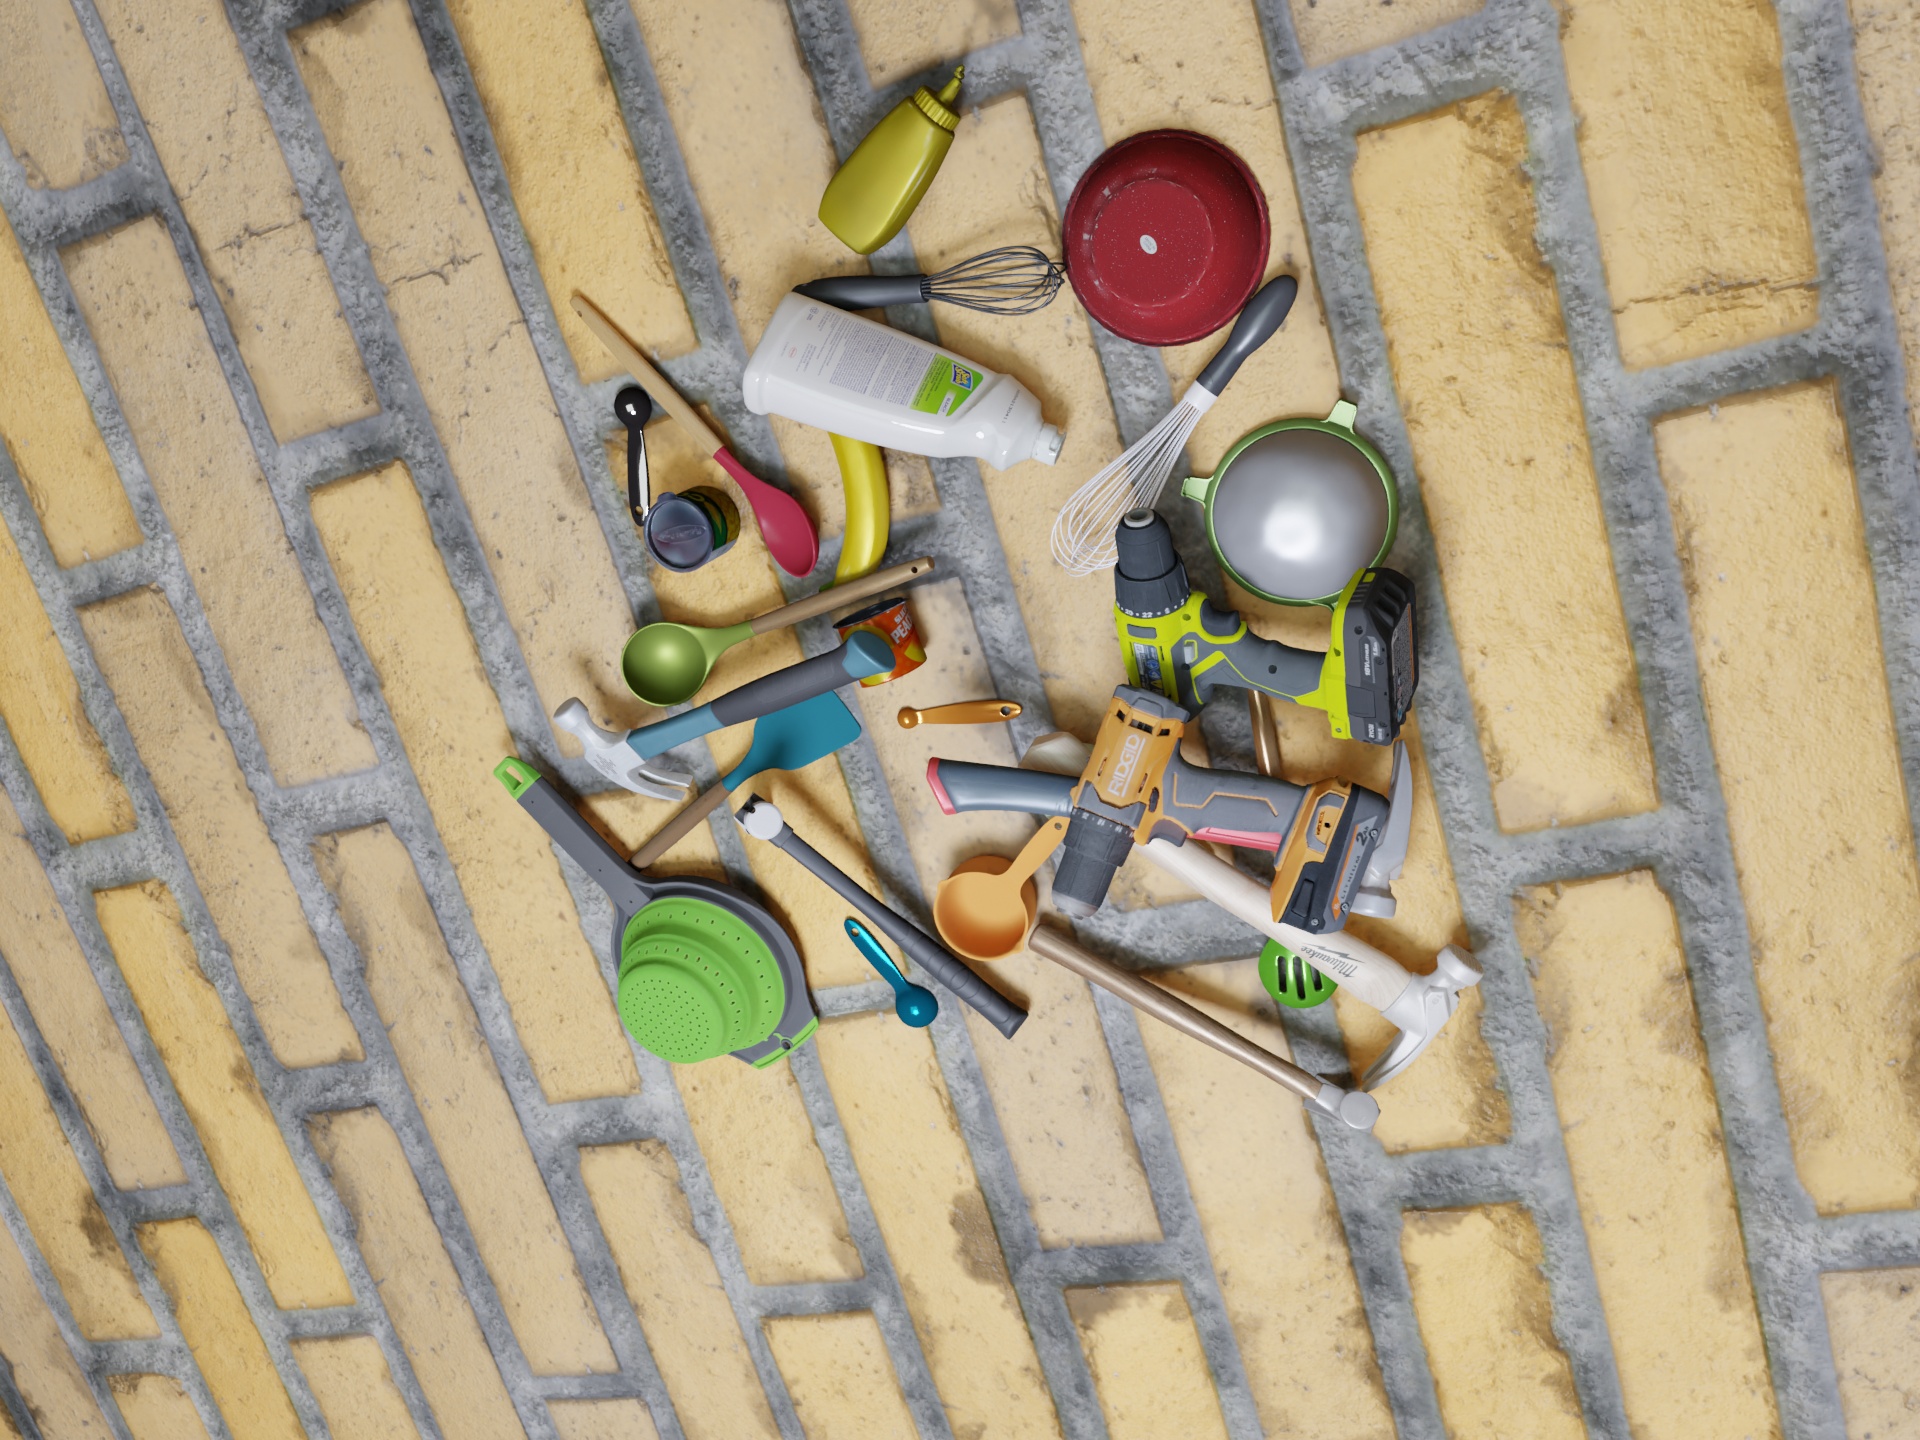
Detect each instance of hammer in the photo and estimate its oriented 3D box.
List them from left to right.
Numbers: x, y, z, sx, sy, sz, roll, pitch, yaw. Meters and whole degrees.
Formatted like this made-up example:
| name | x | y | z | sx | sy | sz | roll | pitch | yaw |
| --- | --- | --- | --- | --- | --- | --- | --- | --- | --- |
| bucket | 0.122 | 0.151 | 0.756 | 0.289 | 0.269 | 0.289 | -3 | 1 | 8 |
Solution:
| name | x | y | z | sx | sy | sz | roll | pitch | yaw |
| --- | --- | --- | --- | --- | --- | --- | --- | --- | --- |
| hammer | -0.199 | -0.011 | 1.385 | 0.331 | 0.033 | 0.128 | -19 | 124 | 30 |
| hammer | -0.069 | 0.179 | 1.440 | 0.334 | 0.146 | 0.035 | 40 | 82 | -11 |
| hammer | 0.166 | 0.058 | 1.282 | 0.386 | 0.038 | 0.143 | 9 | 86 | 3 |
| hammer | 0.207 | 0.265 | 1.382 | 0.331 | 0.130 | 0.031 | 27 | 82 | 18 |
| hammer | 0.221 | 0.147 | 1.328 | 0.410 | 0.038 | 0.146 | 34 | 110 | 2 |

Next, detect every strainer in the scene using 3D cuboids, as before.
| name | x | y | z | sx | sy | sz | roll | pitch | yaw |
| --- | --- | --- | --- | --- | --- | --- | --- | --- | --- |
| strainer | 0.284 | -0.108 | 1.233 | 0.151 | 0.069 | 0.256 | -25 | 98 | 24 |

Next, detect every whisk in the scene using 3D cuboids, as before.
| name | x | y | z | sx | sy | sz | roll | pitch | yaw |
| --- | --- | --- | --- | --- | --- | --- | --- | --- | --- |
| whisk | -0.029 | -0.346 | 1.267 | 0.239 | 0.055 | 0.055 | 2 | 109 | 22 |
| whisk | 0.167 | -0.226 | 1.238 | 0.070 | 0.070 | 0.284 | 39 | 111 | 2 |

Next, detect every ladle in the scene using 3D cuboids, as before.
| name | x | y | z | sx | sy | sz | roll | pitch | yaw |
| --- | --- | --- | --- | --- | --- | --- | --- | --- | --- |
| ladle | -0.227 | -0.249 | 1.370 | 0.315 | 0.031 | 0.069 | 47 | 139 | 1 |
| ladle | -0.162 | -0.084 | 1.376 | 0.320 | 0.062 | 0.078 | -17 | 108 | 29 |

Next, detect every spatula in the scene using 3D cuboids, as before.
| name | x | y | z | sx | sy | sz | roll | pitch | yaw |
| --- | --- | --- | --- | --- | --- | --- | --- | --- | --- |
| spatula | -0.226 | 0.070 | 1.490 | 0.317 | 0.044 | 0.082 | -38 | 94 | 30 |

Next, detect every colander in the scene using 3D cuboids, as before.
| name | x | y | z | sx | sy | sz | roll | pitch | yaw |
| --- | --- | --- | --- | --- | --- | --- | --- | --- | --- |
| colander | -0.313 | 0.198 | 1.505 | 0.397 | 0.094 | 0.204 | 47 | 122 | -6 |

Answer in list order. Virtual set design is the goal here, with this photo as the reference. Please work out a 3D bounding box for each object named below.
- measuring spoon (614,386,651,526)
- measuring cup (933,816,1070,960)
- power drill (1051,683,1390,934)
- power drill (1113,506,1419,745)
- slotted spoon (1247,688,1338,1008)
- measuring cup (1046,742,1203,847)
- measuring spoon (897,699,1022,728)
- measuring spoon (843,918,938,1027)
| name | x | y | z | sx | sy | sz | roll | pitch | yaw |
| --- | --- | --- | --- | --- | --- | --- | --- | --- | --- |
| measuring spoon | -0.289 | -0.231 | 1.404 | 0.034 | 0.018 | 0.124 | 6 | 111 | 16 |
| measuring cup | 0.049 | 0.135 | 1.406 | 0.095 | 0.052 | 0.173 | 39 | 115 | 1 |
| power drill | 0.191 | 0.094 | 1.221 | 0.226 | 0.084 | 0.185 | 22 | 88 | 8 |
| power drill | 0.224 | -0.070 | 1.214 | 0.229 | 0.080 | 0.190 | 10 | 136 | 29 |
| slotted spoon | 0.269 | 0.106 | 1.339 | 0.070 | 0.031 | 0.313 | -8 | 105 | 15 |
| measuring cup | 0.141 | 0.084 | 1.364 | 0.167 | 0.038 | 0.083 | 32 | 115 | 7 |
| measuring spoon | -0.002 | -0.004 | 1.395 | 0.117 | 0.011 | 0.021 | -4 | 107 | 19 |
| measuring spoon | -0.071 | 0.240 | 1.498 | 0.042 | 0.021 | 0.128 | -36 | 96 | 25 |
